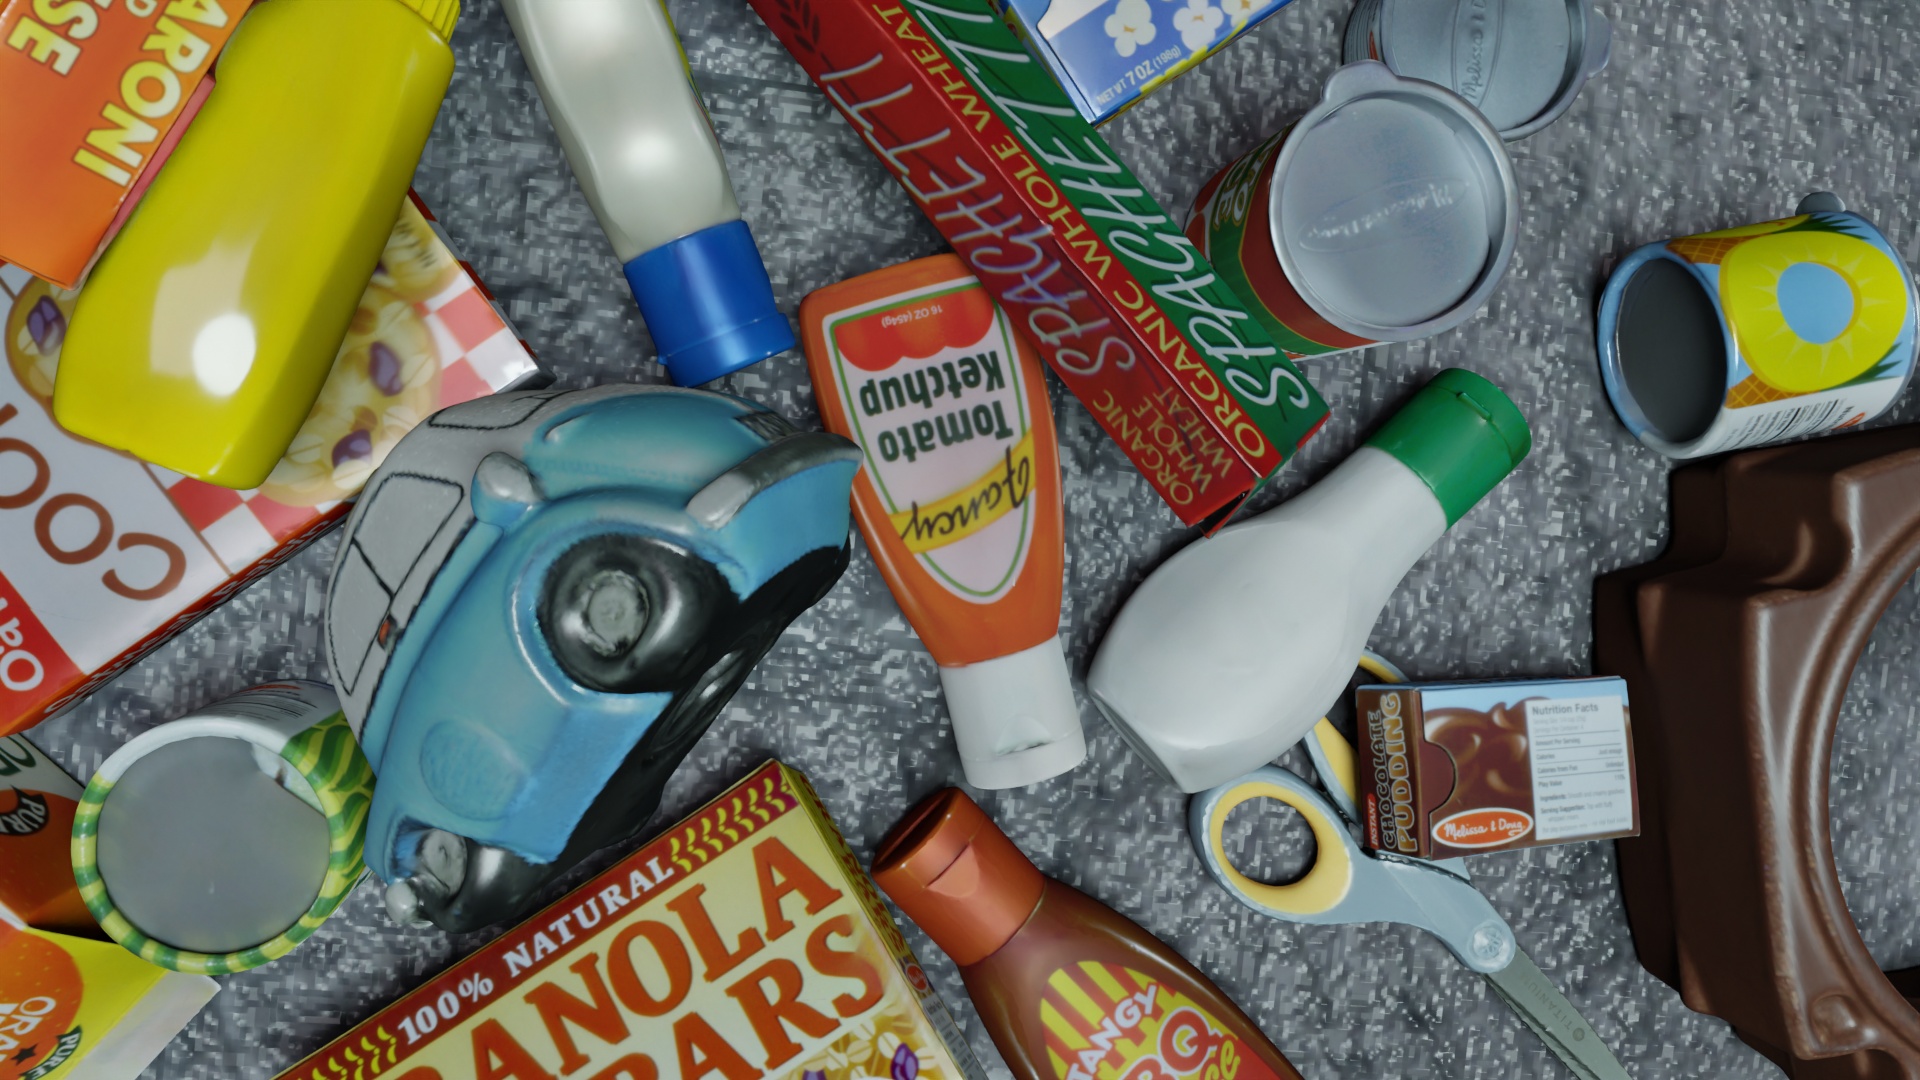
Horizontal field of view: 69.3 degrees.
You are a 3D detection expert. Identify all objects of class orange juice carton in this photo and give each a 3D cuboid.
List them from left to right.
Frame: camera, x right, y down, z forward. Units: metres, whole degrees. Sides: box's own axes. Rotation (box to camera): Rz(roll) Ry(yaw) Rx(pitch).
[{"bbox_3d":[-0.285,0.077,0.350,0.192,0.073,0.072,44,87,-8],"label":"orange juice carton"}]

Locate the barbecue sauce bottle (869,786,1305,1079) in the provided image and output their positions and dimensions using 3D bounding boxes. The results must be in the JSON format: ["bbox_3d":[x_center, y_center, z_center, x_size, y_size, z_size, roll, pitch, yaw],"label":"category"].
[{"bbox_3d":[0.036,0.137,0.409,0.065,0.043,0.148,-44,97,-10],"label":"barbecue sauce bottle"}]

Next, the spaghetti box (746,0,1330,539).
[{"bbox_3d":[0.003,-0.111,0.373,0.250,0.028,0.050,50,45,2],"label":"spaghetti box"}]

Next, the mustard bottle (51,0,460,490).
[{"bbox_3d":[-0.156,-0.092,0.327,0.049,0.065,0.160,22,82,-16],"label":"mustard bottle"}]

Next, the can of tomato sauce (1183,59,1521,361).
[{"bbox_3d":[0.103,-0.087,0.387,0.071,0.083,0.071,0,93,-7],"label":"can of tomato sauce"}]

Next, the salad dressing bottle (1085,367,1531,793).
[{"bbox_3d":[0.105,0.009,0.410,0.148,0.044,0.064,-41,69,-7],"label":"salad dressing bottle"}]

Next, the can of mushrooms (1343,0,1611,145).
[{"bbox_3d":[0.153,-0.148,0.416,0.071,0.033,0.071,0,92,-7],"label":"can of mushrooms"}]

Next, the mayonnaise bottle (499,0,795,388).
[{"bbox_3d":[-0.089,-0.115,0.374,0.041,0.065,0.148,-23,99,-8],"label":"mayonnaise bottle"}]

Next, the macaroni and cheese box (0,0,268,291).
[{"bbox_3d":[-0.213,-0.141,0.316,0.167,0.040,0.123,30,89,36],"label":"macaroni and cheese box"}]

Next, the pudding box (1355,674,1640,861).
[{"bbox_3d":[0.161,0.066,0.416,0.084,0.030,0.049,0,85,-23],"label":"pudding box"}]

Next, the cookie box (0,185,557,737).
[{"bbox_3d":[-0.216,-0.046,0.371,0.167,0.040,0.123,-36,97,-6],"label":"cookie box"}]

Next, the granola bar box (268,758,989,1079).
[{"bbox_3d":[-0.086,0.156,0.376,0.166,0.039,0.124,-32,74,-5],"label":"granola bar box"}]

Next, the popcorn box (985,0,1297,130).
[{"bbox_3d":[0.062,-0.185,0.401,0.127,0.038,0.085,-34,97,-5],"label":"popcorn box"}]

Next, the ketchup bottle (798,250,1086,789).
[{"bbox_3d":[0.001,-0.005,0.399,0.065,0.043,0.148,-15,95,-2],"label":"ketchup bottle"}]

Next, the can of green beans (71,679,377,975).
[{"bbox_3d":[-0.188,0.074,0.370,0.071,0.058,0.071,0,93,-7],"label":"can of green beans"}]

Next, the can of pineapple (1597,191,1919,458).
[{"bbox_3d":[0.234,-0.063,0.415,0.058,0.071,0.071,-11,94,-6],"label":"can of pineapple"}]
